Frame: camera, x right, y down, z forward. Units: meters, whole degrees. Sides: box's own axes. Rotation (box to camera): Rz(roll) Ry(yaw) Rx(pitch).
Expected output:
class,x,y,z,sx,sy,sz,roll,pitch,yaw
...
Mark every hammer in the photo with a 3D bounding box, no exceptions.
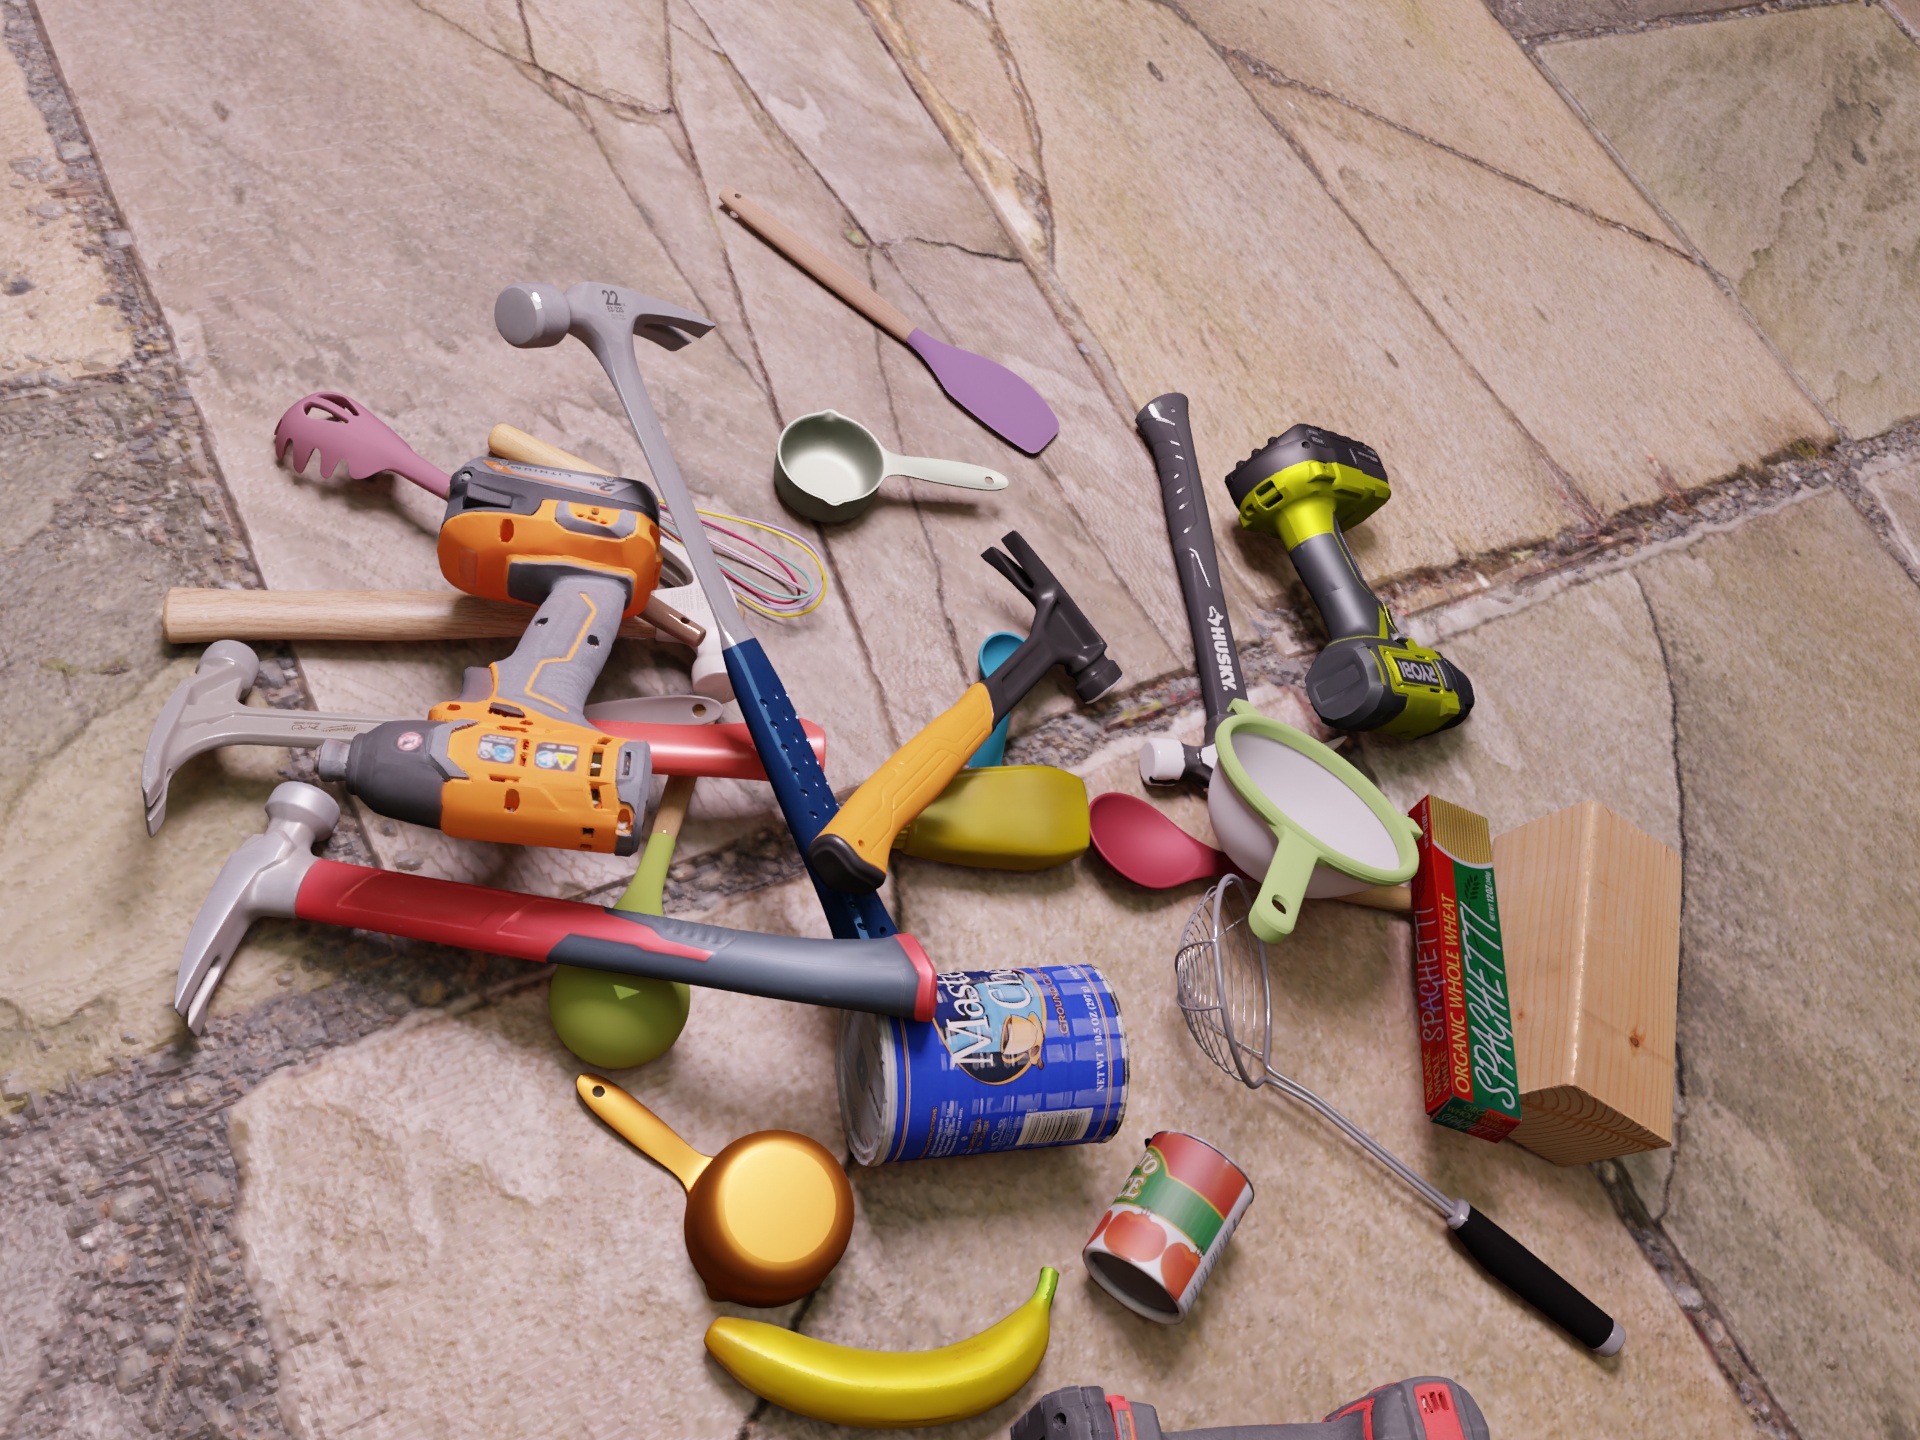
class,x,y,z,sx,sy,sz,roll,pitch,yaw
hammer,-0.255,0.016,0.894,0.359,0.036,0.149,4,33,-12
hammer,-0.302,-0.066,0.968,0.331,0.031,0.130,-1,49,-15
hammer,0.180,-0.101,1.156,0.146,0.035,0.335,2,61,-16
hammer,-0.123,-0.054,0.884,0.144,0.035,0.405,-24,91,-58
hammer,-0.205,0.125,0.831,0.386,0.038,0.143,9,52,6
hammer,-0.002,-0.003,0.956,0.127,0.034,0.337,53,37,-7

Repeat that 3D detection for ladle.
class,x,y,z,sx,sy,sz,roll,pitch,yaw
ladle,0.225,0.104,1.058,0.315,0.031,0.069,12,50,-14
ladle,-0.171,0.057,0.952,0.078,0.062,0.320,10,51,1

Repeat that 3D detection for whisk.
class,x,y,z,sx,sy,sz,roll,pitch,yaw
whisk,-0.201,-0.132,1.046,0.245,0.047,0.051,26,44,2

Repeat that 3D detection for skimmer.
class,x,y,z,sx,sy,sz,roll,pitch,yaw
skimmer,0.270,0.241,0.956,0.363,0.090,0.127,39,26,3

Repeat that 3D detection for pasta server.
class,x,y,z,sx,sy,sz,roll,pitch,yaw
pasta server,-0.293,-0.124,0.985,0.316,0.040,0.060,30,49,8

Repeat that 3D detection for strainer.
class,x,y,z,sx,sy,sz,roll,pitch,yaw
strainer,0.193,0.086,0.964,0.151,0.069,0.256,36,28,5

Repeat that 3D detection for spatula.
class,x,y,z,sx,sy,sz,roll,pitch,yaw
spatula,-0.056,-0.308,1.206,0.316,0.018,0.060,37,56,3

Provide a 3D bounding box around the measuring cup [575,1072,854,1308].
class,x,y,z,sx,sy,sz,roll,pitch,yaw
measuring cup,-0.133,0.237,0.847,0.173,0.052,0.095,37,57,2

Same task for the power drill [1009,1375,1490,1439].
class,x,y,z,sx,sy,sz,roll,pitch,yaw
power drill,0.143,0.383,0.812,0.219,0.143,0.079,0,57,-11

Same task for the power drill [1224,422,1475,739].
class,x,y,z,sx,sy,sz,roll,pitch,yaw
power drill,0.288,-0.093,1.150,0.171,0.080,0.223,5,60,-44

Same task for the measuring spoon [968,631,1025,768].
class,x,y,z,sx,sy,sz,roll,pitch,yaw
measuring spoon,0.020,0.001,1.059,0.042,0.021,0.129,20,66,-15

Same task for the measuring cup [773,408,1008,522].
class,x,y,z,sx,sy,sz,roll,pitch,yaw
measuring cup,-0.050,-0.169,1.118,0.167,0.038,0.083,5,60,-18

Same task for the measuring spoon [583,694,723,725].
class,x,y,z,sx,sy,sz,roll,pitch,yaw
measuring spoon,-0.205,-0.004,0.965,0.124,0.018,0.034,-3,100,-2

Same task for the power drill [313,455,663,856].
class,x,y,z,sx,sy,sz,roll,pitch,yaw
power drill,-0.244,-0.035,0.856,0.164,0.084,0.227,7,52,-13
